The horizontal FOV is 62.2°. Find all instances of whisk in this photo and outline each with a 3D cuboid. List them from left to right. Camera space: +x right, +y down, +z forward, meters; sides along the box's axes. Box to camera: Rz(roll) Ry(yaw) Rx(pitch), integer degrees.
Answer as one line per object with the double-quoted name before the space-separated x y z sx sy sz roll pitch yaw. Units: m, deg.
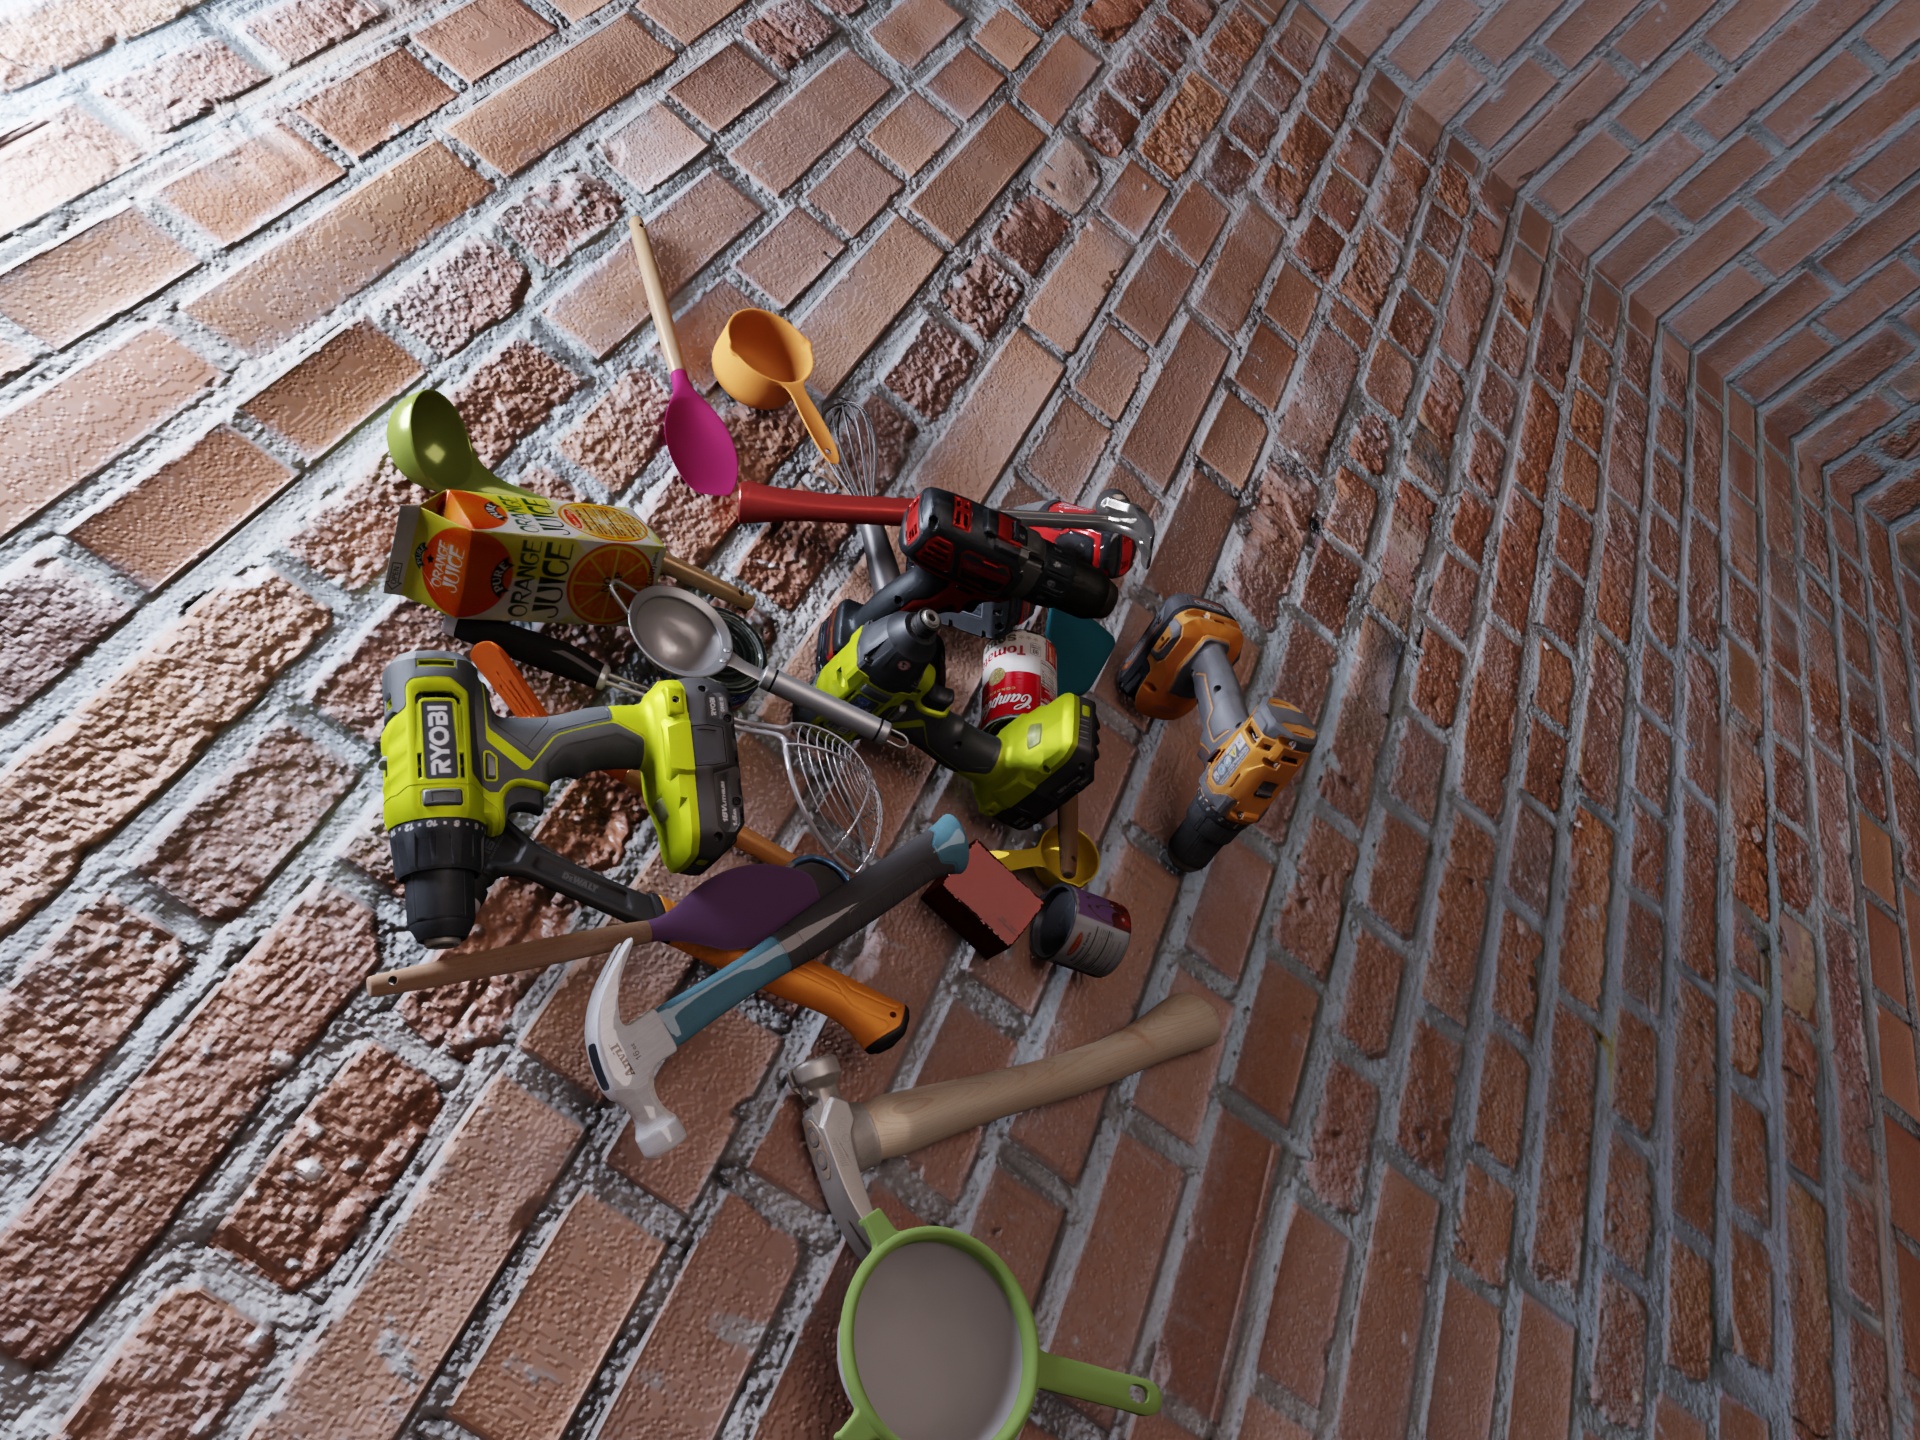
"whisk" -0.087 -0.193 1.452 0.055 0.055 0.239 0 65 -37

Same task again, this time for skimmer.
"skimmer" -0.222 0.013 1.210 0.363 0.090 0.127 21 24 -10

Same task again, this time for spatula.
"spatula" -0.233 0.143 1.060 0.315 0.018 0.060 -9 69 -34
"spatula" -0.224 0.043 1.181 0.322 0.081 0.041 32 71 -21
"spatula" 0.101 0.016 1.426 0.082 0.044 0.318 33 36 -24

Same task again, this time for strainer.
"strainer" -0.156 -0.033 1.218 0.258 0.050 0.087 26 43 -11
"strainer" 0.017 0.436 1.070 0.256 0.069 0.152 24 50 -24

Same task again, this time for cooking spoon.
"cooking spoon" -0.261 -0.333 1.440 0.068 0.017 0.319 1 61 -37

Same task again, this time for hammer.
"hammer" -0.187 0.143 1.120 0.336 0.034 0.127 27 49 -10
"hammer" -0.114 0.156 1.098 0.331 0.033 0.128 -31 90 -37
"hammer" -0.013 -0.177 1.389 0.359 0.036 0.149 2 24 -7
"hammer" 0.061 0.289 1.229 0.410 0.038 0.146 -7 66 -40

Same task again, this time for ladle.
"ladle" -0.300 -0.165 1.266 0.320 0.062 0.078 25 49 -24

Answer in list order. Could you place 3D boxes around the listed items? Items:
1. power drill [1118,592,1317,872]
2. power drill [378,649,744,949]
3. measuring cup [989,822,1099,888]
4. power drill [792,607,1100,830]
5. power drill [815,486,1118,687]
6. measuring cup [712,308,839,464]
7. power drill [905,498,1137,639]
"power drill" 0.224 0.013 1.476 0.084 0.185 0.226 13 34 -30
"power drill" -0.267 0.052 1.063 0.228 0.080 0.191 0 71 -26
"measuring cup" 0.044 0.124 1.347 0.156 0.029 0.062 -4 60 -25
"power drill" -0.002 -0.004 1.295 0.223 0.171 0.080 26 48 -25
"power drill" 0.001 -0.087 1.311 0.187 0.226 0.080 20 50 -24
"measuring cup" -0.165 -0.294 1.460 0.095 0.052 0.174 -18 74 -43
"power drill" 0.052 -0.153 1.479 0.143 0.078 0.219 21 31 31
